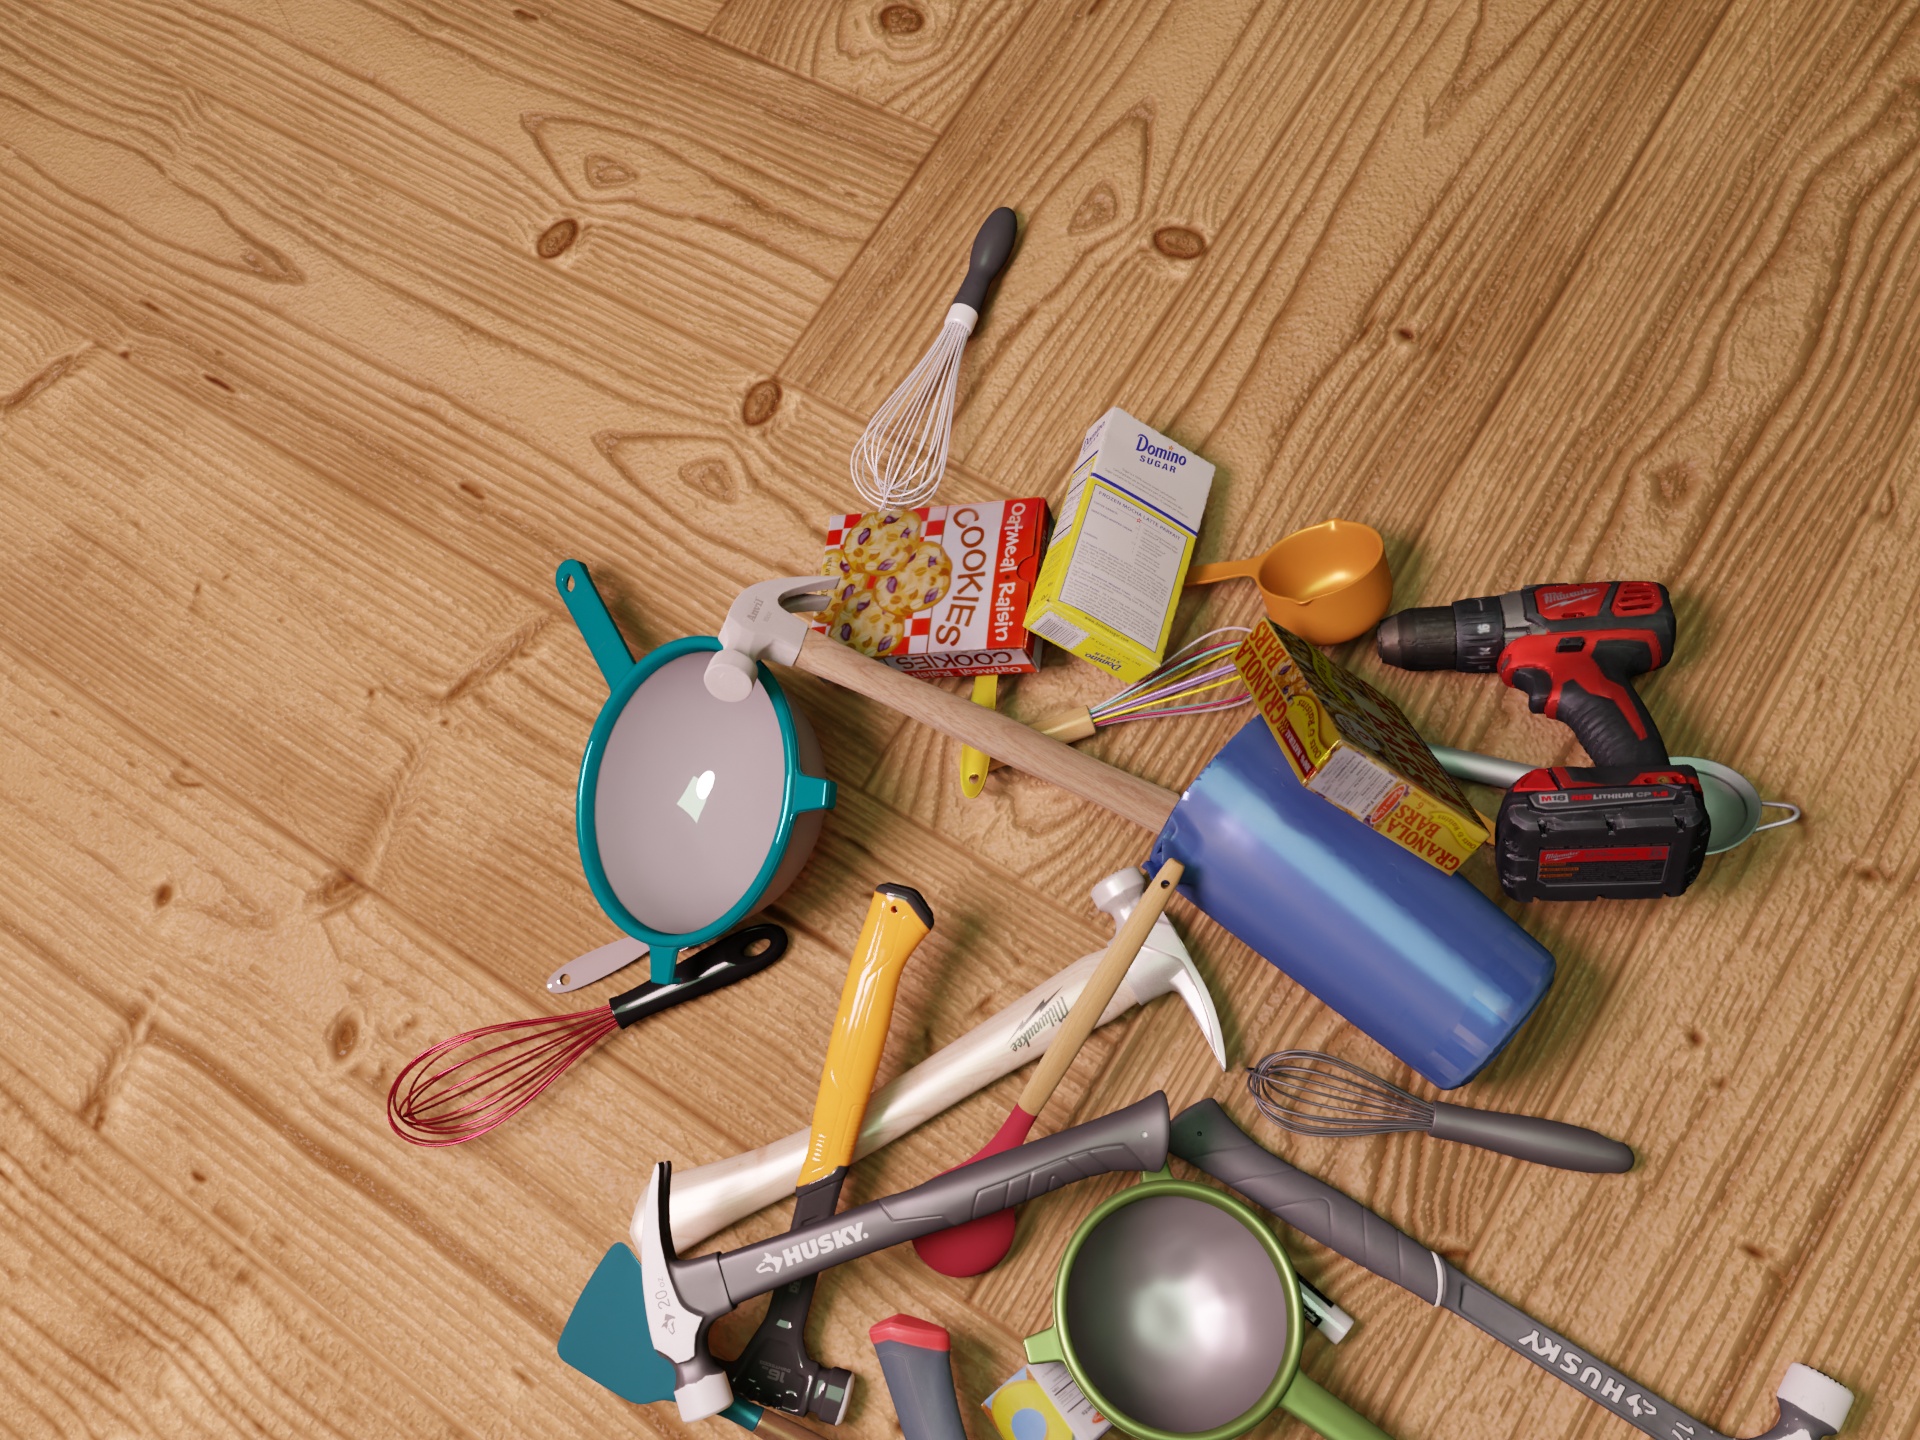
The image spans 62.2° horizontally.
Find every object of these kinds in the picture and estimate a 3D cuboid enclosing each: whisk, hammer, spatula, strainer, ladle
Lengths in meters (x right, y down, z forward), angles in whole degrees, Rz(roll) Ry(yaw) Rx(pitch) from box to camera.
[{"bbox_3d":[-0.010,-0.280,1.212,0.070,0.070,0.285,16,71,15],"label":"whisk"},{"bbox_3d":[-0.002,-0.003,1.057,0.331,0.031,0.130,24,40,-11],"label":"hammer"},{"bbox_3d":[-0.099,0.436,0.977,0.317,0.044,0.082,29,89,1],"label":"spatula"},{"bbox_3d":[-0.255,0.212,1.097,0.296,0.073,0.073,-25,69,-6],"label":"whisk"},{"bbox_3d":[0.113,-0.009,1.113,0.245,0.051,0.047,-20,49,8],"label":"whisk"},{"bbox_3d":[-0.193,0.009,1.131,0.211,0.095,0.341,-48,55,20],"label":"strainer"},{"bbox_3d":[0.016,0.542,0.920,0.143,0.038,0.386,-24,77,3],"label":"hammer"},{"bbox_3d":[0.295,0.247,0.988,0.239,0.055,0.055,10,74,9],"label":"whisk"},{"bbox_3d":[0.302,0.353,0.959,0.409,0.036,0.149,29,80,18],"label":"hammer"},{"bbox_3d":[0.171,0.389,0.956,0.256,0.069,0.151,33,65,10],"label":"strainer"},{"bbox_3d":[-0.027,0.257,1.049,0.410,0.038,0.146,-29,71,0],"label":"hammer"},{"bbox_3d":[-0.030,0.291,0.957,0.335,0.035,0.146,-19,77,-2],"label":"hammer"},{"bbox_3d":[-0.089,0.266,1.014,0.127,0.034,0.337,16,88,5],"label":"hammer"},{"bbox_3d":[0.056,0.221,0.989,0.069,0.031,0.315,30,100,5],"label":"ladle"},{"bbox_3d":[0.401,0.045,1.039,0.258,0.050,0.087,14,48,20],"label":"strainer"}]

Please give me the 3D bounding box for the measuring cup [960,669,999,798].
[{"bbox_3d":[0.022,-0.015,1.125,0.062,0.029,0.157,0,67,22],"label":"measuring cup"}]

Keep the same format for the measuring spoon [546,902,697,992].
[{"bbox_3d":[-0.238,0.165,1.132,0.124,0.018,0.034,-25,77,9],"label":"measuring spoon"}]

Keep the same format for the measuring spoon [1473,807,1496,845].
[{"bbox_3d":[0.329,0.062,1.064,0.117,0.011,0.021,32,81,22],"label":"measuring spoon"}]

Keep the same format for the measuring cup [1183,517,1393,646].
[{"bbox_3d":[0.216,-0.088,1.112,0.174,0.052,0.095,-4,40,34],"label":"measuring cup"}]

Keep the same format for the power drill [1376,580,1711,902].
[{"bbox_3d":[0.367,0.001,1.012,0.188,0.080,0.227,-3,48,13],"label":"power drill"}]
